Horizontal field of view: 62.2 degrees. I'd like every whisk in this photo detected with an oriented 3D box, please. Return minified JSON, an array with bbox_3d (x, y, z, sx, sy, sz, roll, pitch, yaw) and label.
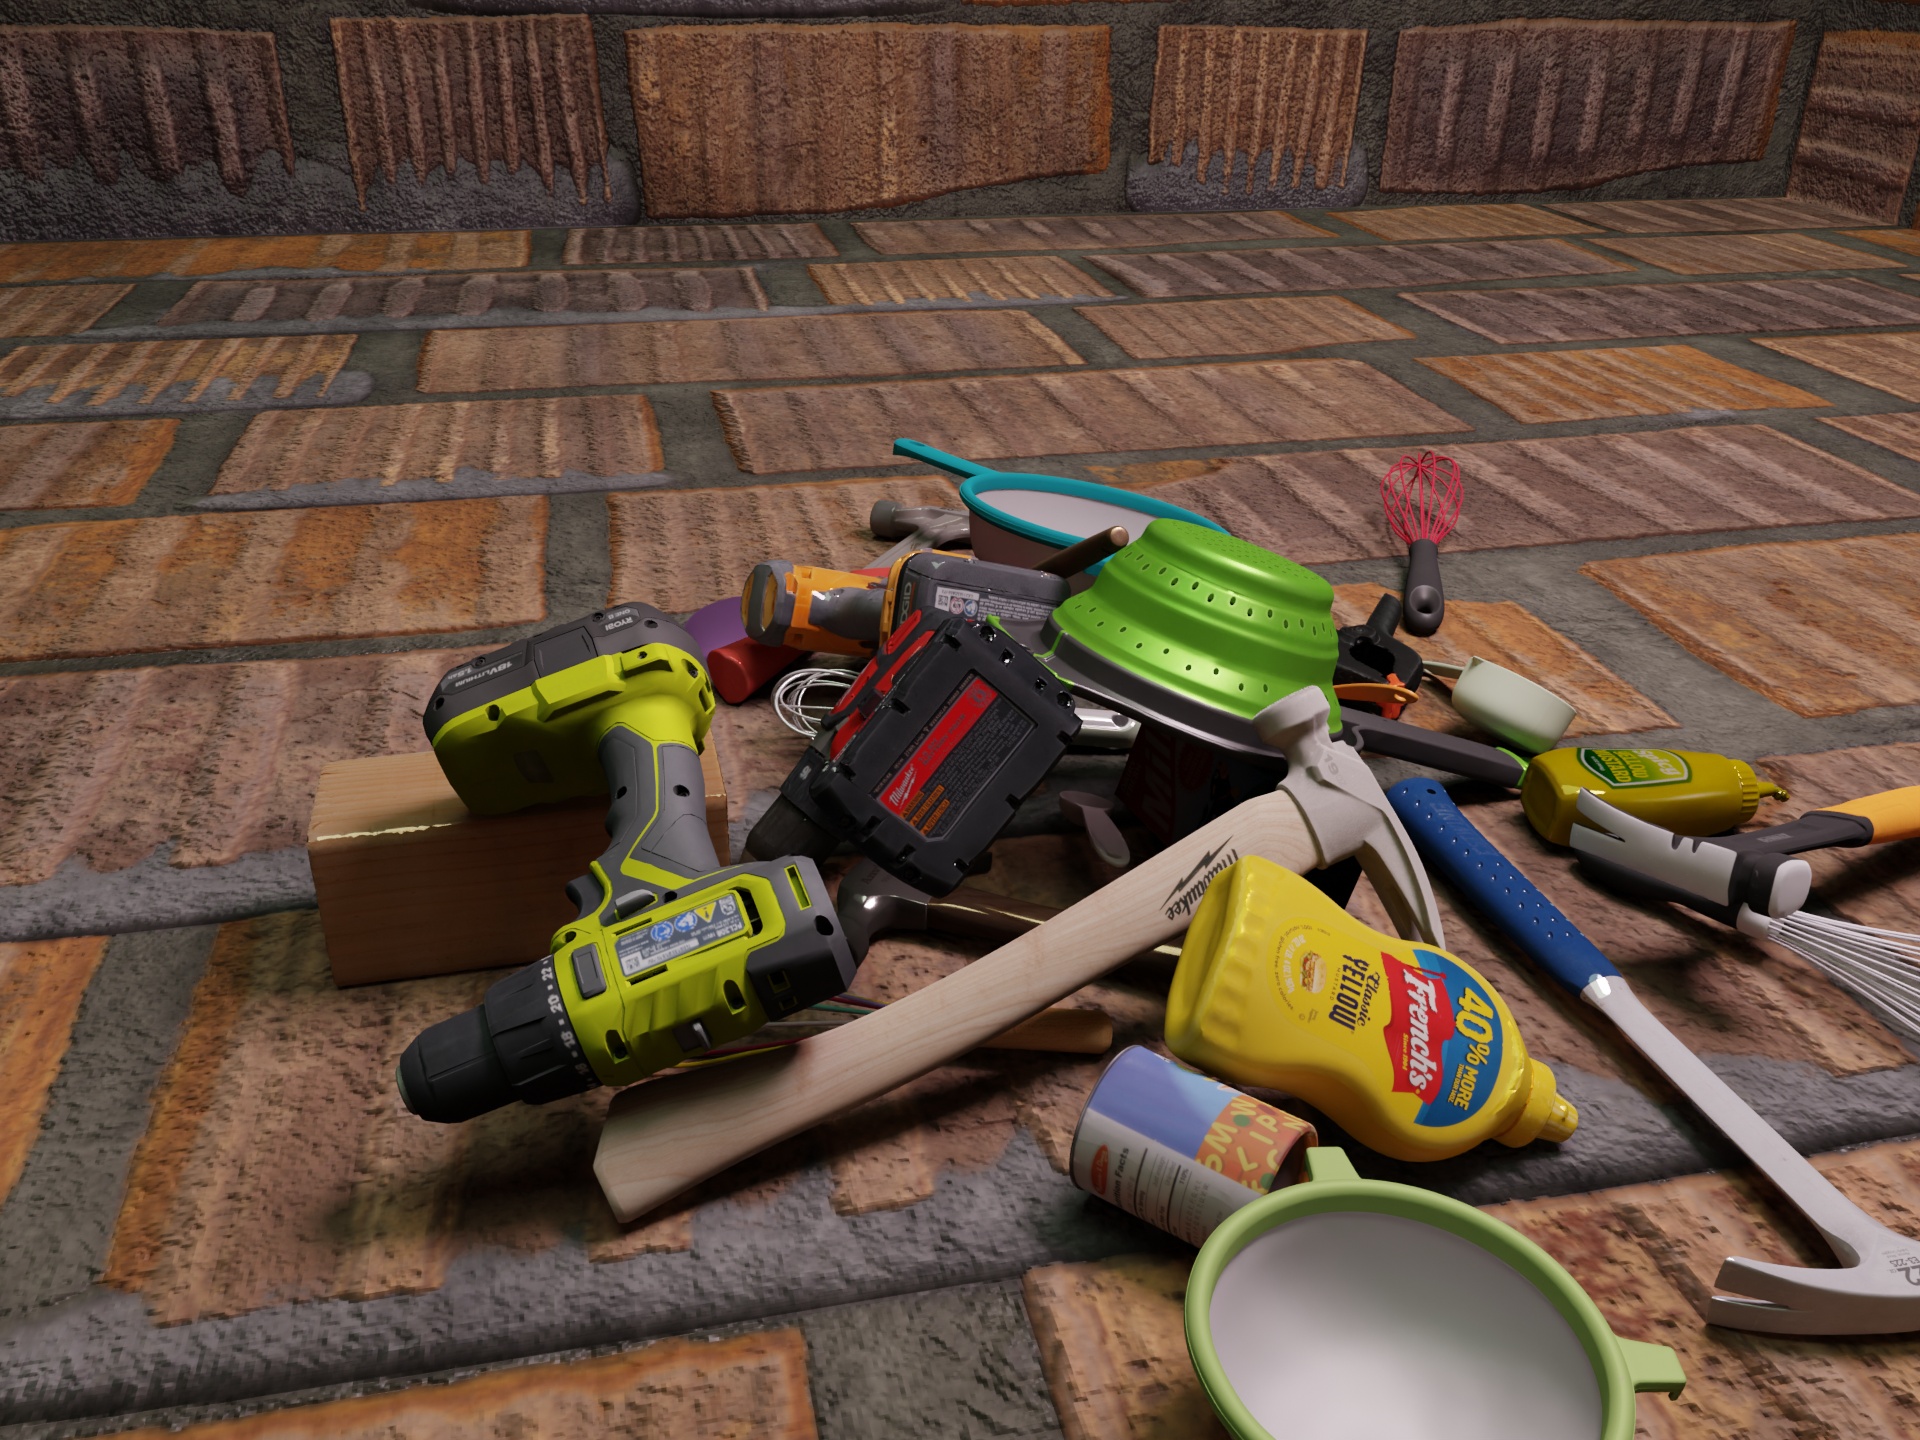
[{"bbox_3d":[-0.002,-0.003,1.046,0.246,0.059,0.058,5,43,-3],"label":"whisk"},{"bbox_3d":[-0.049,0.147,0.769,0.245,0.051,0.047,4,48,-3],"label":"whisk"},{"bbox_3d":[0.388,-0.151,1.336,0.073,0.073,0.296,7,35,11],"label":"whisk"},{"bbox_3d":[0.449,0.116,0.828,0.070,0.070,0.285,-19,28,-33],"label":"whisk"}]

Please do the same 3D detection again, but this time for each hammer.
[{"bbox_3d":[0.501,0.058,0.902,0.336,0.034,0.127,-4,17,-31],"label":"hammer"},{"bbox_3d":[0.321,0.140,0.790,0.144,0.035,0.406,-6,28,-14],"label":"hammer"},{"bbox_3d":[-0.075,-0.098,1.236,0.149,0.036,0.359,13,29,21],"label":"hammer"},{"bbox_3d":[0.032,0.127,0.730,0.410,0.146,0.038,-24,-10,-17],"label":"hammer"},{"bbox_3d":[0.095,0.118,0.830,0.331,0.031,0.130,10,29,17],"label":"hammer"}]

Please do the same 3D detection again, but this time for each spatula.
[{"bbox_3d":[-0.207,-0.027,1.113,0.060,0.018,0.316,17,29,11],"label":"spatula"}]

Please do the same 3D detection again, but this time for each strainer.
[{"bbox_3d":[0.053,-0.138,1.245,0.211,0.095,0.341,-8,26,-42],"label":"strainer"},{"bbox_3d":[0.115,0.256,0.525,0.152,0.069,0.256,26,37,36],"label":"strainer"}]

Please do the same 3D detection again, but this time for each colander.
[{"bbox_3d":[0.214,-0.037,0.929,0.396,0.094,0.205,13,17,-26],"label":"colander"}]

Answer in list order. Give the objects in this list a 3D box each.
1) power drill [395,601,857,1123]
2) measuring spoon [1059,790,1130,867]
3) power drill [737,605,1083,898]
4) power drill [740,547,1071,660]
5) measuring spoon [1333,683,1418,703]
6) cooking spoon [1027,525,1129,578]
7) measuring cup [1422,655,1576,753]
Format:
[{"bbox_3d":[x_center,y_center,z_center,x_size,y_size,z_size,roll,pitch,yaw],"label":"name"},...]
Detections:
[{"bbox_3d":[-0.170,0.064,0.721,0.190,0.080,0.229,-21,49,-8],"label":"power drill"},{"bbox_3d":[0.079,0.067,0.919,0.034,0.018,0.124,10,14,-8],"label":"measuring spoon"},{"bbox_3d":[-0.040,0.026,0.814,0.080,0.188,0.227,40,-4,-12],"label":"power drill"},{"bbox_3d":[-0.019,-0.065,1.062,0.185,0.084,0.226,7,2,-34],"label":"power drill"},{"bbox_3d":[0.268,-0.015,1.065,0.021,0.011,0.117,34,-10,-17],"label":"measuring spoon"},{"bbox_3d":[0.049,-0.094,1.071,0.068,0.017,0.319,35,-12,-11],"label":"cooking spoon"},{"bbox_3d":[0.350,-0.014,1.087,0.083,0.038,0.168,29,1,-16],"label":"measuring cup"}]
